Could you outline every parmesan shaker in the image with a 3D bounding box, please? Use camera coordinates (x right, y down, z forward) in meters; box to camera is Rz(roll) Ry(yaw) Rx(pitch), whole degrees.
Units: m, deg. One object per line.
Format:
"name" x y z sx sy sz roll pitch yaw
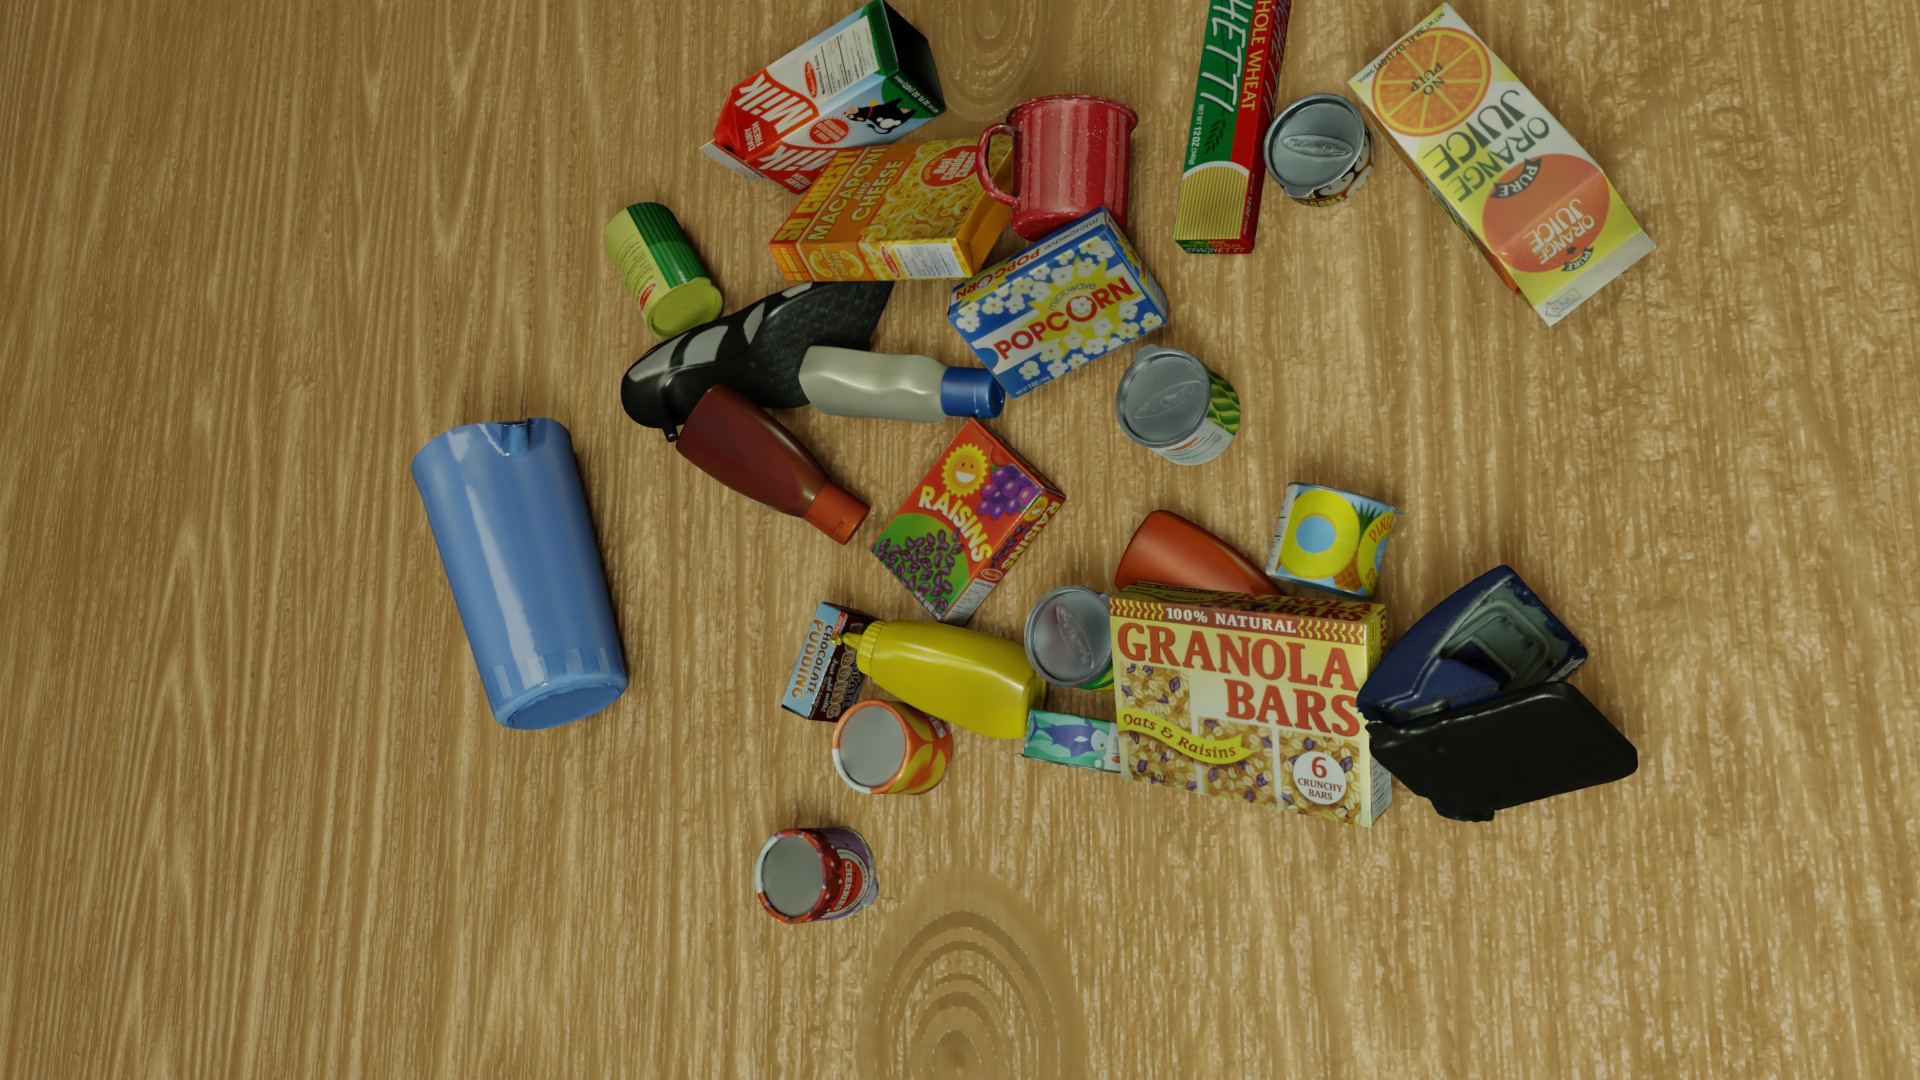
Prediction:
"parmesan shaker" -0.249 -0.228 1.166 0.071 0.071 0.103 -41 62 18

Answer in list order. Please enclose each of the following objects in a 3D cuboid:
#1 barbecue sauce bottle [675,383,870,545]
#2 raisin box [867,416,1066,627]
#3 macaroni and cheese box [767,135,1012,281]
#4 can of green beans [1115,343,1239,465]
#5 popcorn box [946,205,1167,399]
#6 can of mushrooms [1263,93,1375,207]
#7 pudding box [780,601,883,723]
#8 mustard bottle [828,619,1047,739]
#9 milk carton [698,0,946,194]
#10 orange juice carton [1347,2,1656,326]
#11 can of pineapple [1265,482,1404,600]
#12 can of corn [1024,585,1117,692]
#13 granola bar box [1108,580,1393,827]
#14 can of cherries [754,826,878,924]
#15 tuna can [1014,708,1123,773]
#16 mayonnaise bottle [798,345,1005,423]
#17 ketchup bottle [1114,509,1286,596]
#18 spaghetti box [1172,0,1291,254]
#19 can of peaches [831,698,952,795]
"barbecue sauce bottle" -0.138 -0.052 1.042 0.148 0.044 0.064 35 114 1
"raisin box" 0.004 -0.012 0.990 0.123 0.040 0.086 -51 59 11
"macaroni and cheese box" -0.043 -0.245 1.032 0.166 0.040 0.124 5 51 32
"can of green beans" 0.143 -0.087 0.911 0.071 0.058 0.071 -6 77 30
"popcorn box" 0.067 -0.161 0.953 0.126 0.085 0.038 -25 37 24
"can of mushrooms" 0.233 -0.251 0.905 0.071 0.033 0.071 -6 77 29
"pudding box" -0.093 0.091 1.020 0.030 0.049 0.083 22 91 34
"mustard bottle" -0.020 0.086 0.959 0.160 0.049 0.065 17 124 22
"milk carton" -0.115 -0.342 1.107 0.190 0.072 0.073 -22 69 24
"orange juice carton" 0.320 -0.219 0.824 0.071 0.073 0.193 -38 64 19
"can of pineapple" 0.225 0.001 0.840 0.071 0.071 0.058 14 88 32
"can of corn" 0.087 0.064 0.914 0.071 0.058 0.071 -6 77 30
"granola bar box" 0.173 0.094 0.834 0.165 0.039 0.124 5 107 37
"can of cherries" -0.102 0.238 0.990 0.071 0.058 0.071 -7 77 30
"tuna can" 0.072 0.130 0.904 0.071 0.071 0.033 5 82 31
"mayonnaise bottle" -0.042 -0.113 1.024 0.148 0.064 0.041 6 67 21
"ketchup bottle" 0.171 0.040 0.877 0.149 0.043 0.064 33 104 31
"spaghetti box" 0.190 -0.319 0.947 0.050 0.028 0.250 6 84 31
"can of peaches" -0.047 0.144 0.977 0.071 0.058 0.071 -6 78 30
